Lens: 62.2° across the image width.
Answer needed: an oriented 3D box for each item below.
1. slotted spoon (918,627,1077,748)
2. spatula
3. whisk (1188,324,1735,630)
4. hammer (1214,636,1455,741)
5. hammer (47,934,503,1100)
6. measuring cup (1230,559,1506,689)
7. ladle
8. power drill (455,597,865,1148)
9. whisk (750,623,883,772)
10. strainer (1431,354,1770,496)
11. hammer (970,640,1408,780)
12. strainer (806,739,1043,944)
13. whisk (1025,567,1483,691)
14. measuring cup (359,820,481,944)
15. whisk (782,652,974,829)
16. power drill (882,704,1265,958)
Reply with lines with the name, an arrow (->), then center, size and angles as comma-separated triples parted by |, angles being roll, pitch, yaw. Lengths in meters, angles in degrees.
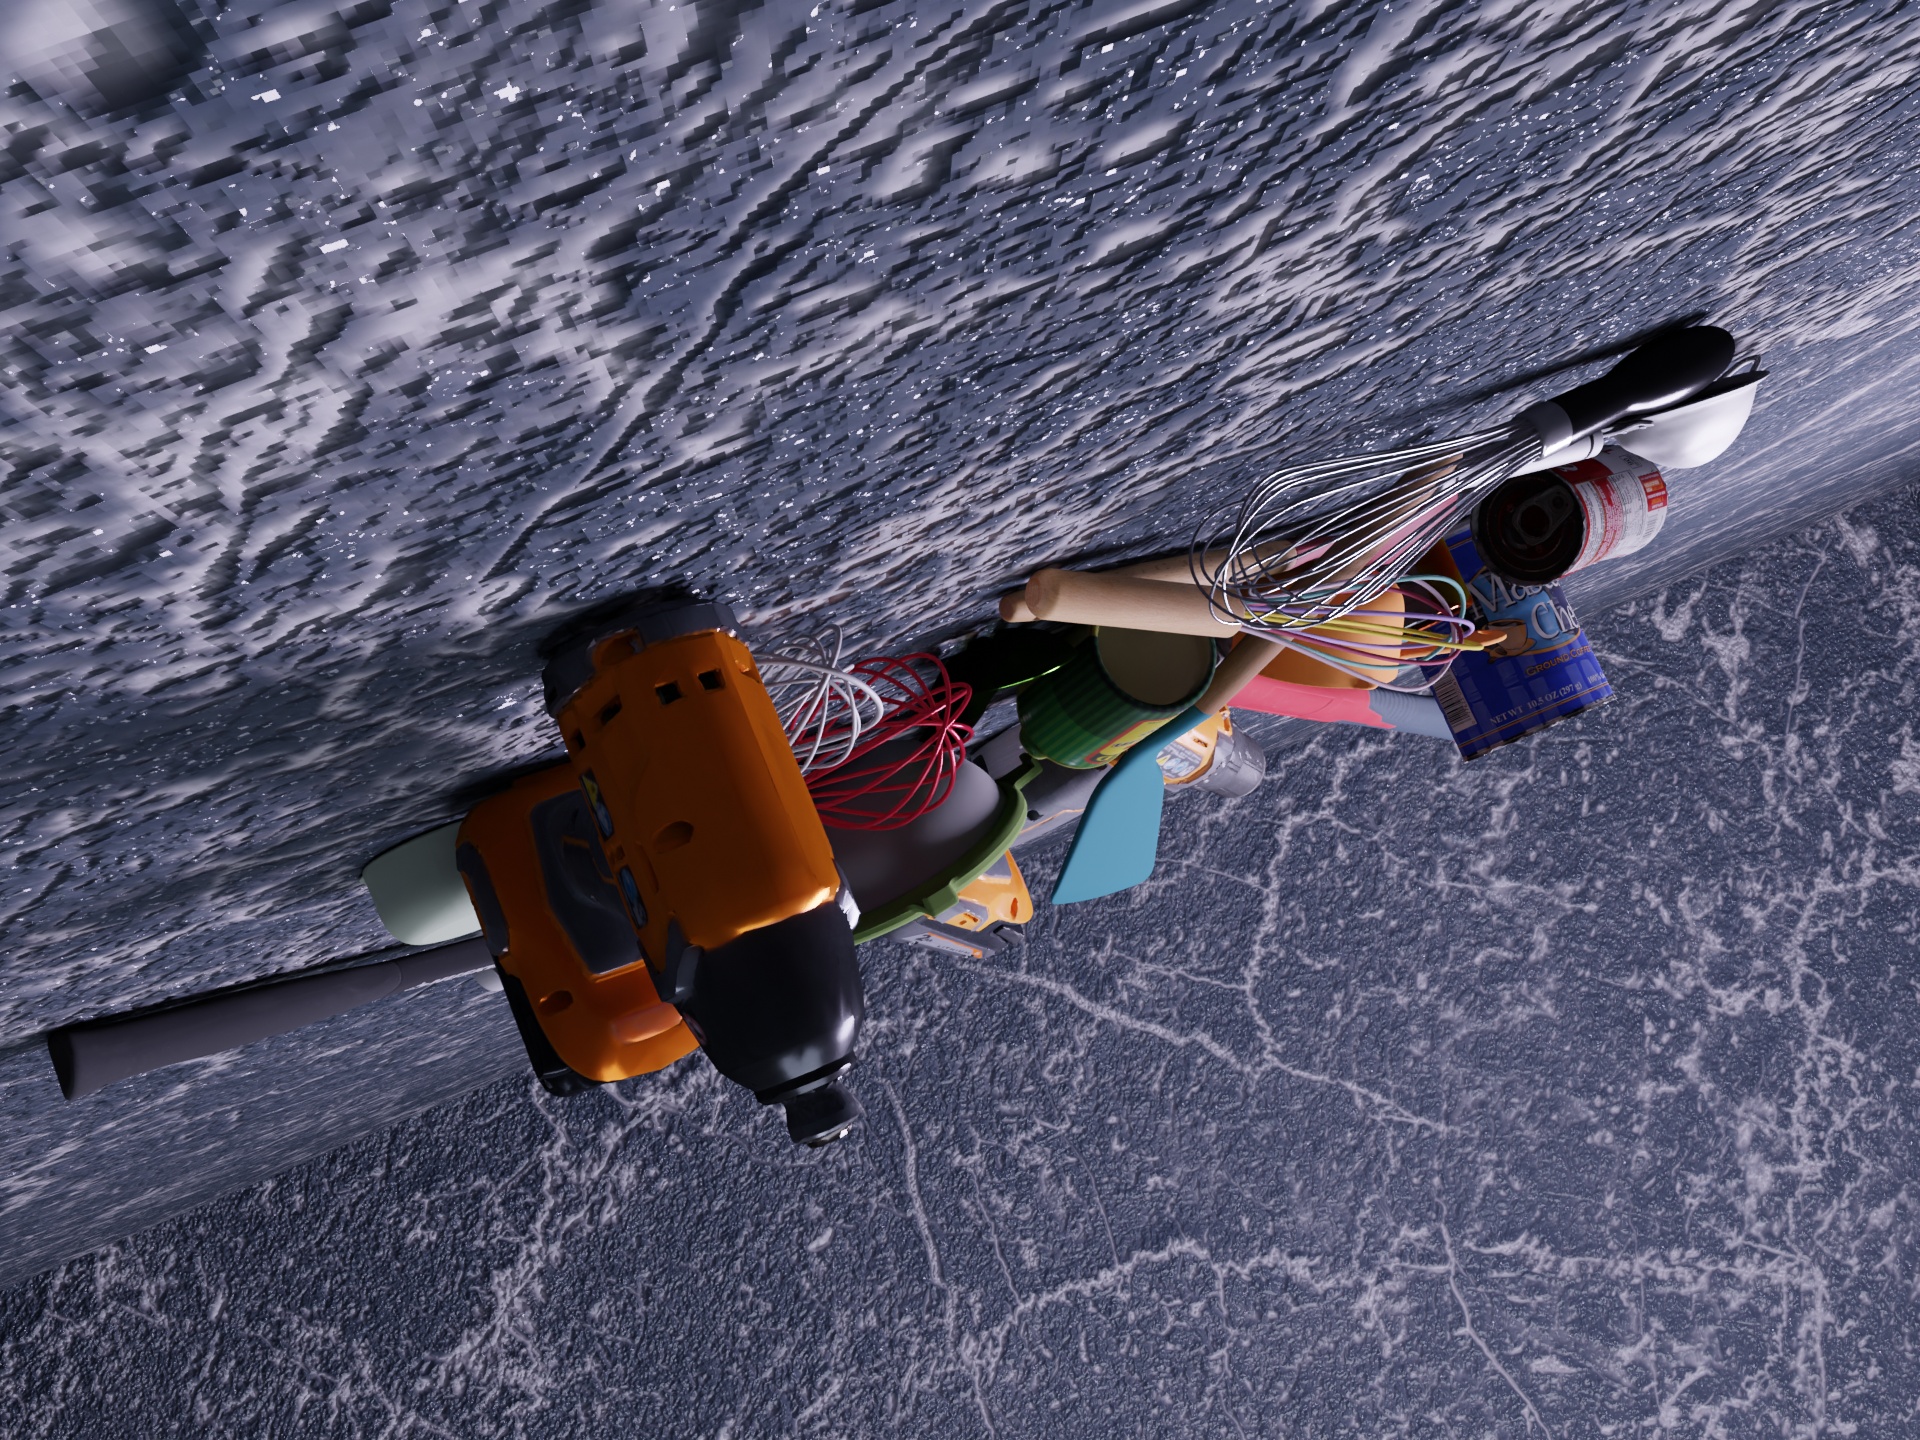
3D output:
slotted spoon -> -0.001, -0.003, 0.835 | 0.070, 0.031, 0.313 | -20, 173, -13
spatula -> 0.144, -0.016, 0.792 | 0.082, 0.044, 0.317 | -7, 147, -42
whisk -> 0.218, -0.110, 0.668 | 0.284, 0.070, 0.070 | -26, 173, -17
hammer -> 0.254, -0.004, 1.111 | 0.386, 0.038, 0.143 | 7, 140, -48
hammer -> -0.319, 0.141, 0.851 | 0.146, 0.035, 0.334 | -27, 171, 29
measuring cup -> 0.226, -0.059, 0.851 | 0.173, 0.052, 0.095 | -8, -159, -23
ladle -> 0.137, -0.076, 0.750 | 0.315, 0.031, 0.069 | -14, 169, -39
power drill -> -0.102, 0.069, 0.543 | 0.084, 0.164, 0.226 | -19, 173, -29
whisk -> -0.102, 0.017, 0.645 | 0.059, 0.058, 0.246 | 20, 154, -24
strainer -> 0.316, -0.139, 0.794 | 0.258, 0.050, 0.087 | -16, -176, -25
hammer -> 0.166, -0.018, 1.115 | 0.331, 0.033, 0.128 | -19, 171, -5
strainer -> -0.090, 0.064, 0.836 | 0.256, 0.069, 0.151 | -18, -162, 28
whisk -> 0.137, -0.046, 0.692 | 0.244, 0.047, 0.051 | 3, 130, -30
measuring cup -> -0.210, 0.077, 0.717 | 0.083, 0.038, 0.167 | -22, 170, -5
whisk -> -0.079, 0.031, 0.728 | 0.073, 0.073, 0.296 | -18, 176, -33
power drill -> 0.067, 0.053, 0.953 | 0.226, 0.084, 0.185 | -38, 147, 21
